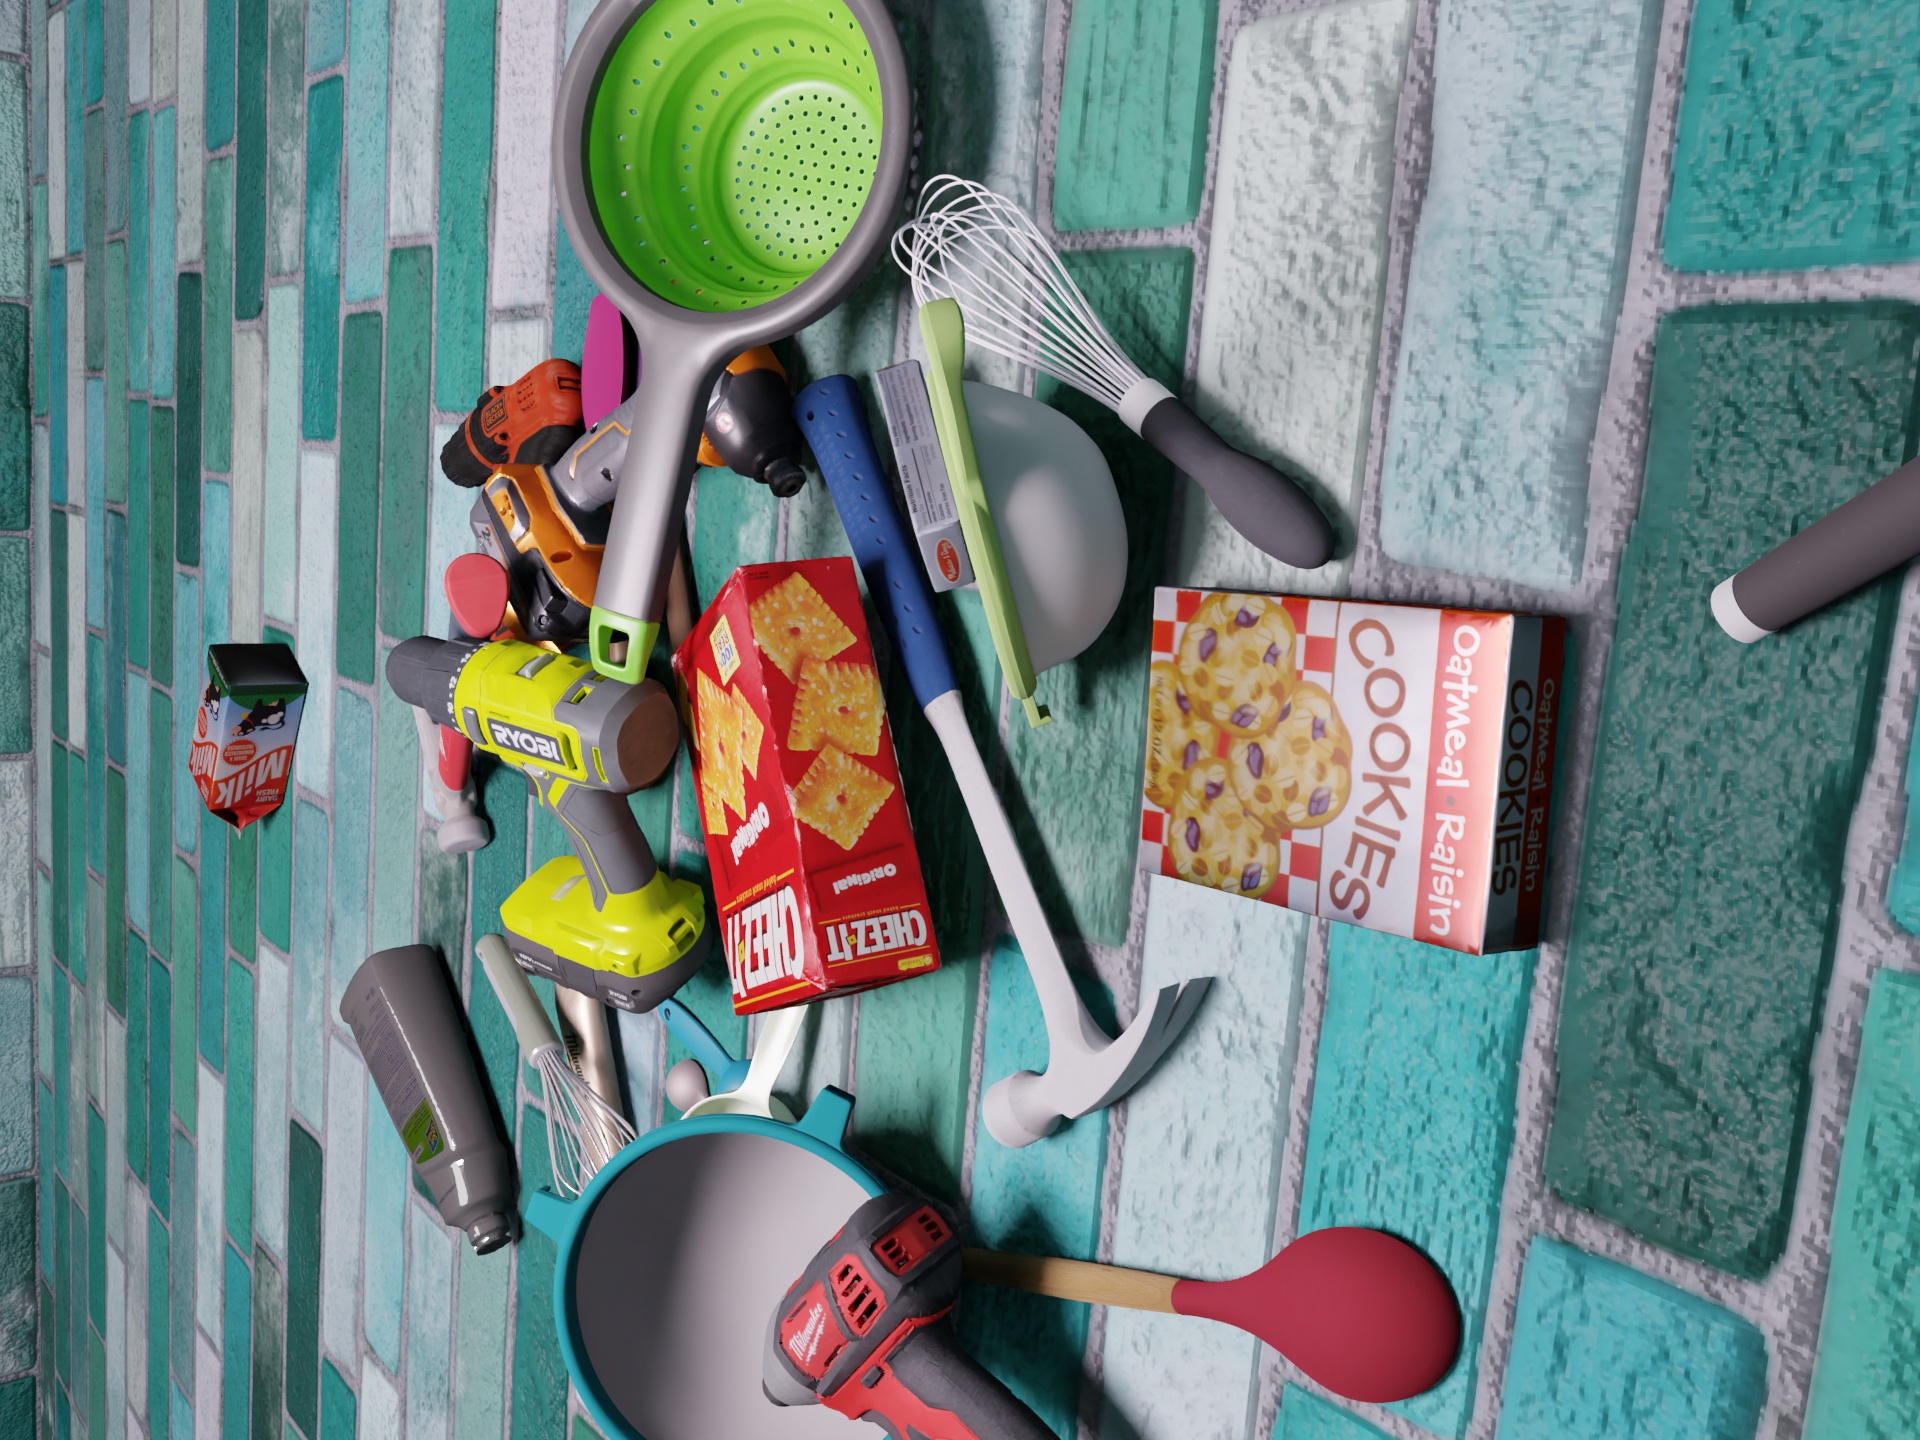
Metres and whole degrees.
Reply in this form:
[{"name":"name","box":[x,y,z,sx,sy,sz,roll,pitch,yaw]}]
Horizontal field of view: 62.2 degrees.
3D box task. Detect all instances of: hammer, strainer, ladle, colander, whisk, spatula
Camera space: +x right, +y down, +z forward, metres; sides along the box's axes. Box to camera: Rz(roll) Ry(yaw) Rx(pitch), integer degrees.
[{"name":"hammer","box":[-0.225,0.325,1.068,0.146,0.038,0.411,-24,75,45]},{"name":"strainer","box":[0.030,-0.104,0.651,0.256,0.069,0.152,70,-174,-72]},{"name":"strainer","box":[-0.080,0.363,0.862,0.211,0.095,0.340,-22,91,12]},{"name":"hammer","box":[-0.001,-0.003,0.795,0.144,0.035,0.406,-40,63,42]},{"name":"ladle","box":[0.083,0.258,0.725,0.315,0.031,0.069,-15,80,50]},{"name":"colander","box":[-0.121,-0.214,0.836,0.204,0.094,0.397,18,101,20]},{"name":"hammer","box":[-0.346,-0.030,1.093,0.386,0.038,0.143,131,124,-61]},{"name":"whisk","box":[-0.272,0.229,1.056,0.247,0.059,0.057,49,152,37]},{"name":"spatula","box":[-0.187,-0.119,1.011,0.060,0.018,0.316,-25,72,55]},{"name":"whisk","box":[0.062,-0.156,0.702,0.285,0.070,0.070,47,125,30]}]

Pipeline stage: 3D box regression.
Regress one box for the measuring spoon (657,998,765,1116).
[{"name":"measuring spoon","box":[-0.164,0.212,1.000,0.129,0.021,0.042,32,116,41]}]

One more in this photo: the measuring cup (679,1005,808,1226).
[{"name":"measuring cup","box":[-0.112,0.213,0.932,0.083,0.038,0.167,23,94,18]}]

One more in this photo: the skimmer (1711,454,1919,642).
[{"name":"skimmer","box":[0.356,-0.116,0.391,0.363,0.090,0.127,-45,62,52]}]

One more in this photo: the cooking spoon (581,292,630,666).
[{"name":"cooking spoon","box":[-0.226,-0.119,1.048,0.069,0.017,0.319,5,98,54]}]

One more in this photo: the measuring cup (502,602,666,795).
[{"name":"measuring cup","box":[-0.263,-0.020,1.025,0.173,0.052,0.095,48,116,3]}]

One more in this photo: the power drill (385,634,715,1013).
[{"name":"power drill","box":[-0.241,0.053,0.945,0.191,0.080,0.228,15,131,27]}]

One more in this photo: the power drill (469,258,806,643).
[{"name":"power drill","box":[-0.185,-0.144,0.944,0.226,0.084,0.164,-44,67,28]}]

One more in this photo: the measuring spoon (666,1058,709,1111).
[{"name":"measuring spoon","box":[-0.154,0.262,0.996,0.124,0.018,0.034,46,124,36]}]

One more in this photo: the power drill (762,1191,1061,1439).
[{"name":"power drill","box":[-0.004,0.342,0.741,0.220,0.078,0.143,47,122,17]}]
